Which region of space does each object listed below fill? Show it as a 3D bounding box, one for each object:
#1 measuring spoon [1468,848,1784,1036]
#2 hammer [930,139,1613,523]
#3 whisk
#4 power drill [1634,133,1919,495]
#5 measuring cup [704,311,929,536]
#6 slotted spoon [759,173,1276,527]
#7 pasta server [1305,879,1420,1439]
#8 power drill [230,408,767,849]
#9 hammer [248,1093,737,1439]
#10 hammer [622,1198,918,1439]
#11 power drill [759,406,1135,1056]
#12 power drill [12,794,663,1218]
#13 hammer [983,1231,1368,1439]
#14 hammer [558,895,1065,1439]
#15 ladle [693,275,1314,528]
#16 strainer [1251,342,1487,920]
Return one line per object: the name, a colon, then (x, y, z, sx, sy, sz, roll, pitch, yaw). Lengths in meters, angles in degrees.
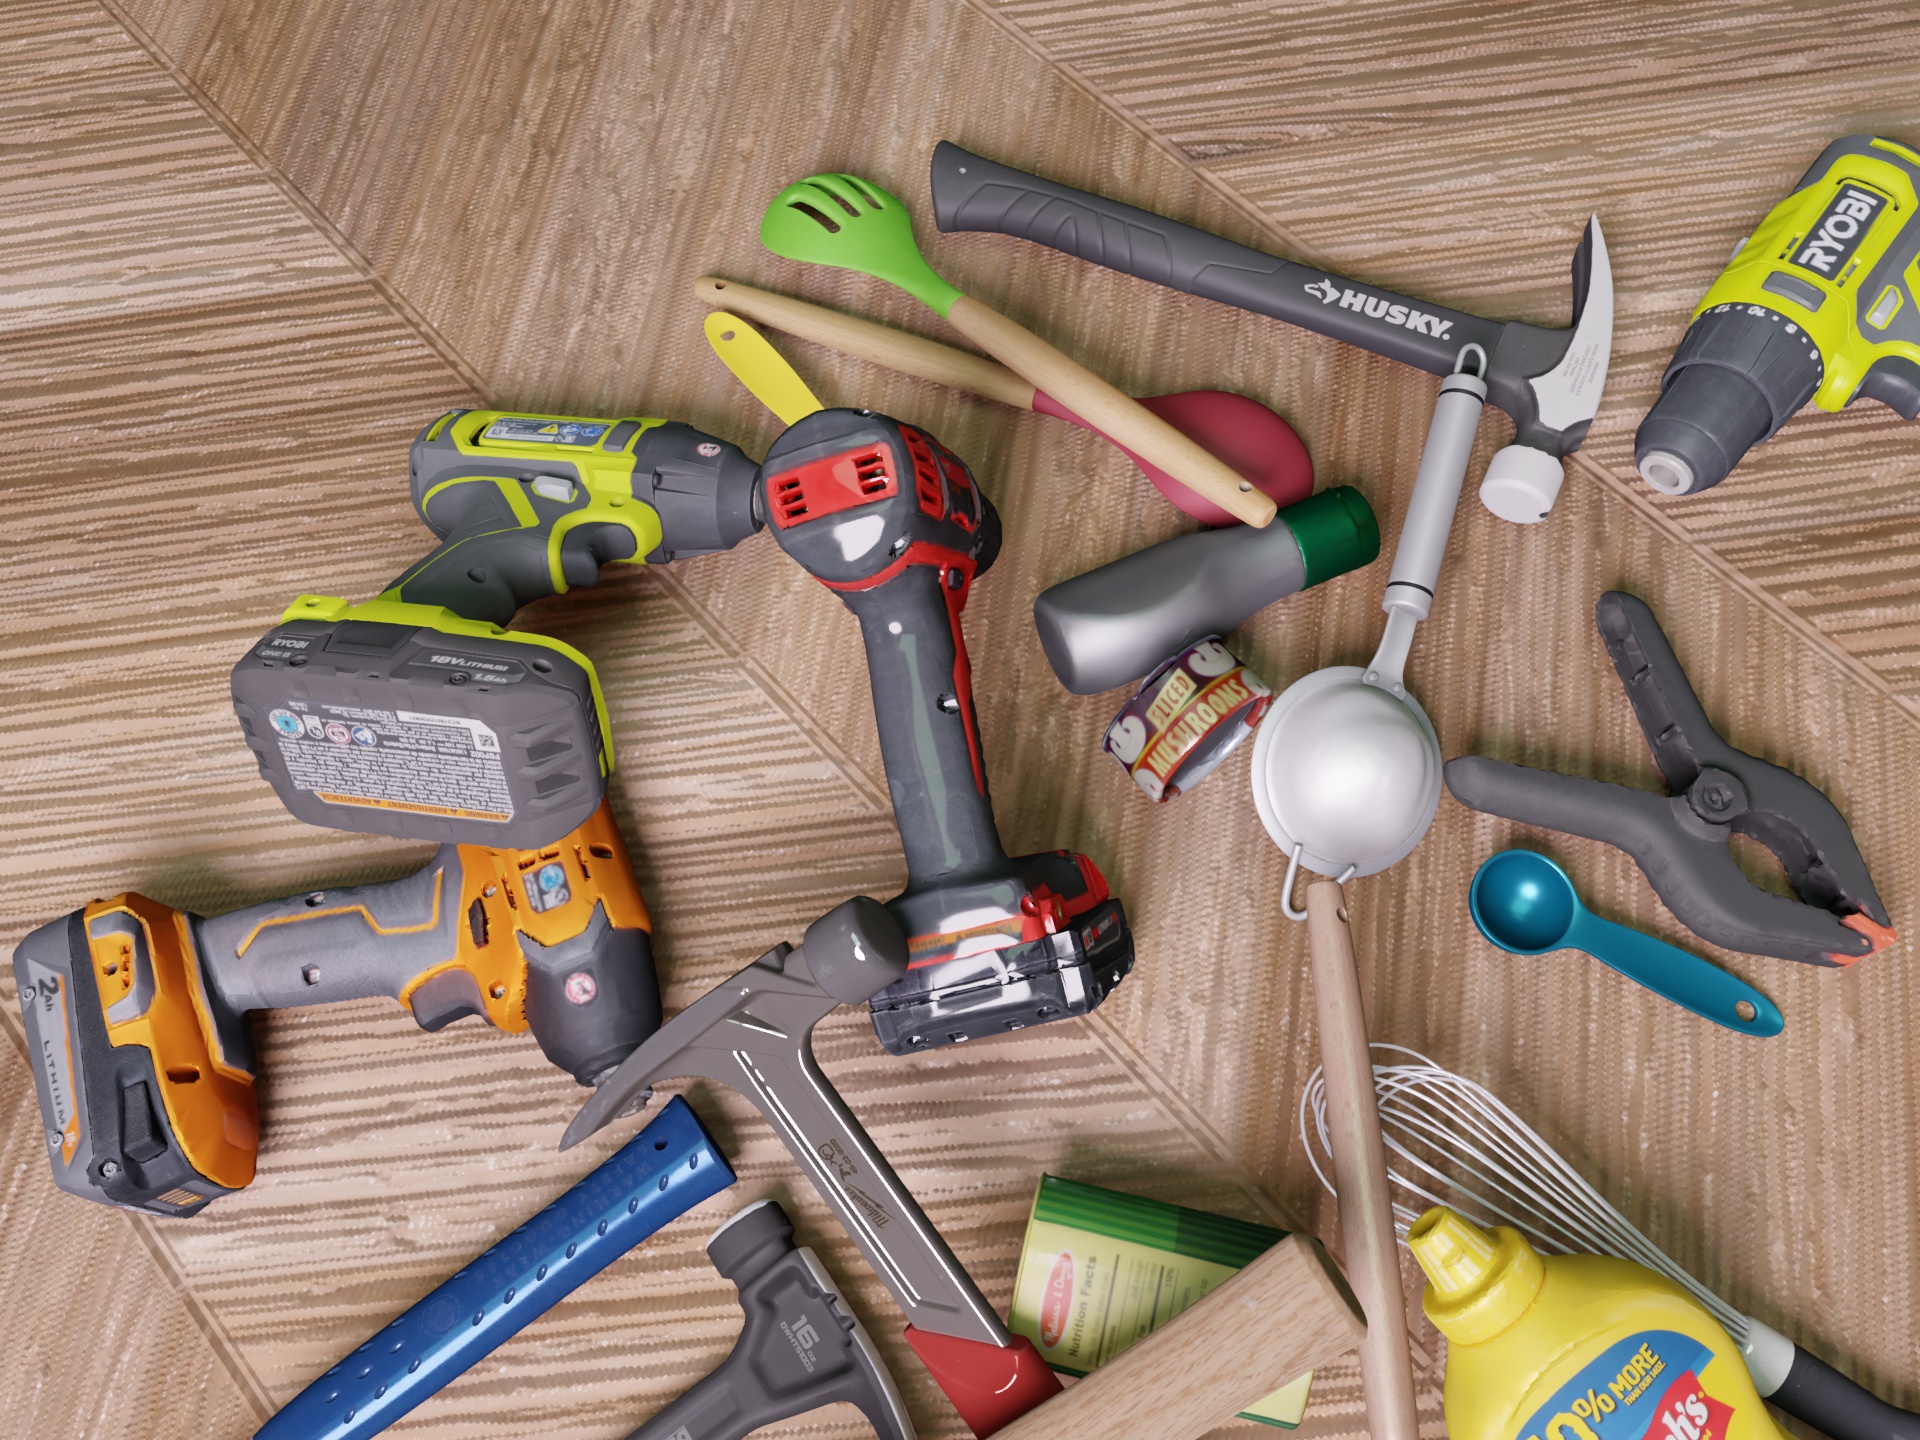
measuring spoon: (0.258, 0.093, 0.624, 0.128, 0.021, 0.042, 26, 72, 5)
hammer: (0.136, -0.212, 0.745, 0.335, 0.035, 0.146, 23, 73, 14)
whisk: (0.248, 0.205, 0.558, 0.285, 0.070, 0.070, 31, 74, 12)
power drill: (0.417, -0.129, 0.664, 0.229, 0.080, 0.190, 35, 74, 20)
measuring cup: (-0.070, -0.135, 0.739, 0.062, 0.029, 0.157, -37, 67, -10)
slotted spoon: (0.019, -0.176, 0.721, 0.070, 0.031, 0.314, -37, 62, -25)
pasta server: (0.132, 0.206, 0.519, 0.040, 0.060, 0.316, -25, 57, 41)
power drill: (-0.172, -0.053, 0.647, 0.171, 0.080, 0.223, 6, 39, 10)
hammer: (-0.255, 0.278, 0.568, 0.405, 0.035, 0.144, -35, 45, -12)
hammer: (-0.171, 0.321, 0.559, 0.337, 0.034, 0.127, -35, 68, -9)
power drill: (-0.001, -0.002, 0.614, 0.080, 0.188, 0.227, -15, 87, 14)
power drill: (-0.232, 0.111, 0.627, 0.226, 0.084, 0.164, -22, 67, -8)
hammer: (-0.018, 0.263, 0.492, 0.331, 0.031, 0.130, -36, 86, 10)
hammer: (0.017, 0.239, 0.527, 0.149, 0.036, 0.359, -39, 85, 22)
ladle: (0.013, -0.160, 0.742, 0.315, 0.031, 0.069, 21, 67, 15)
strainer: (0.180, -0.042, 0.650, 0.086, 0.050, 0.258, 22, 76, -15)
